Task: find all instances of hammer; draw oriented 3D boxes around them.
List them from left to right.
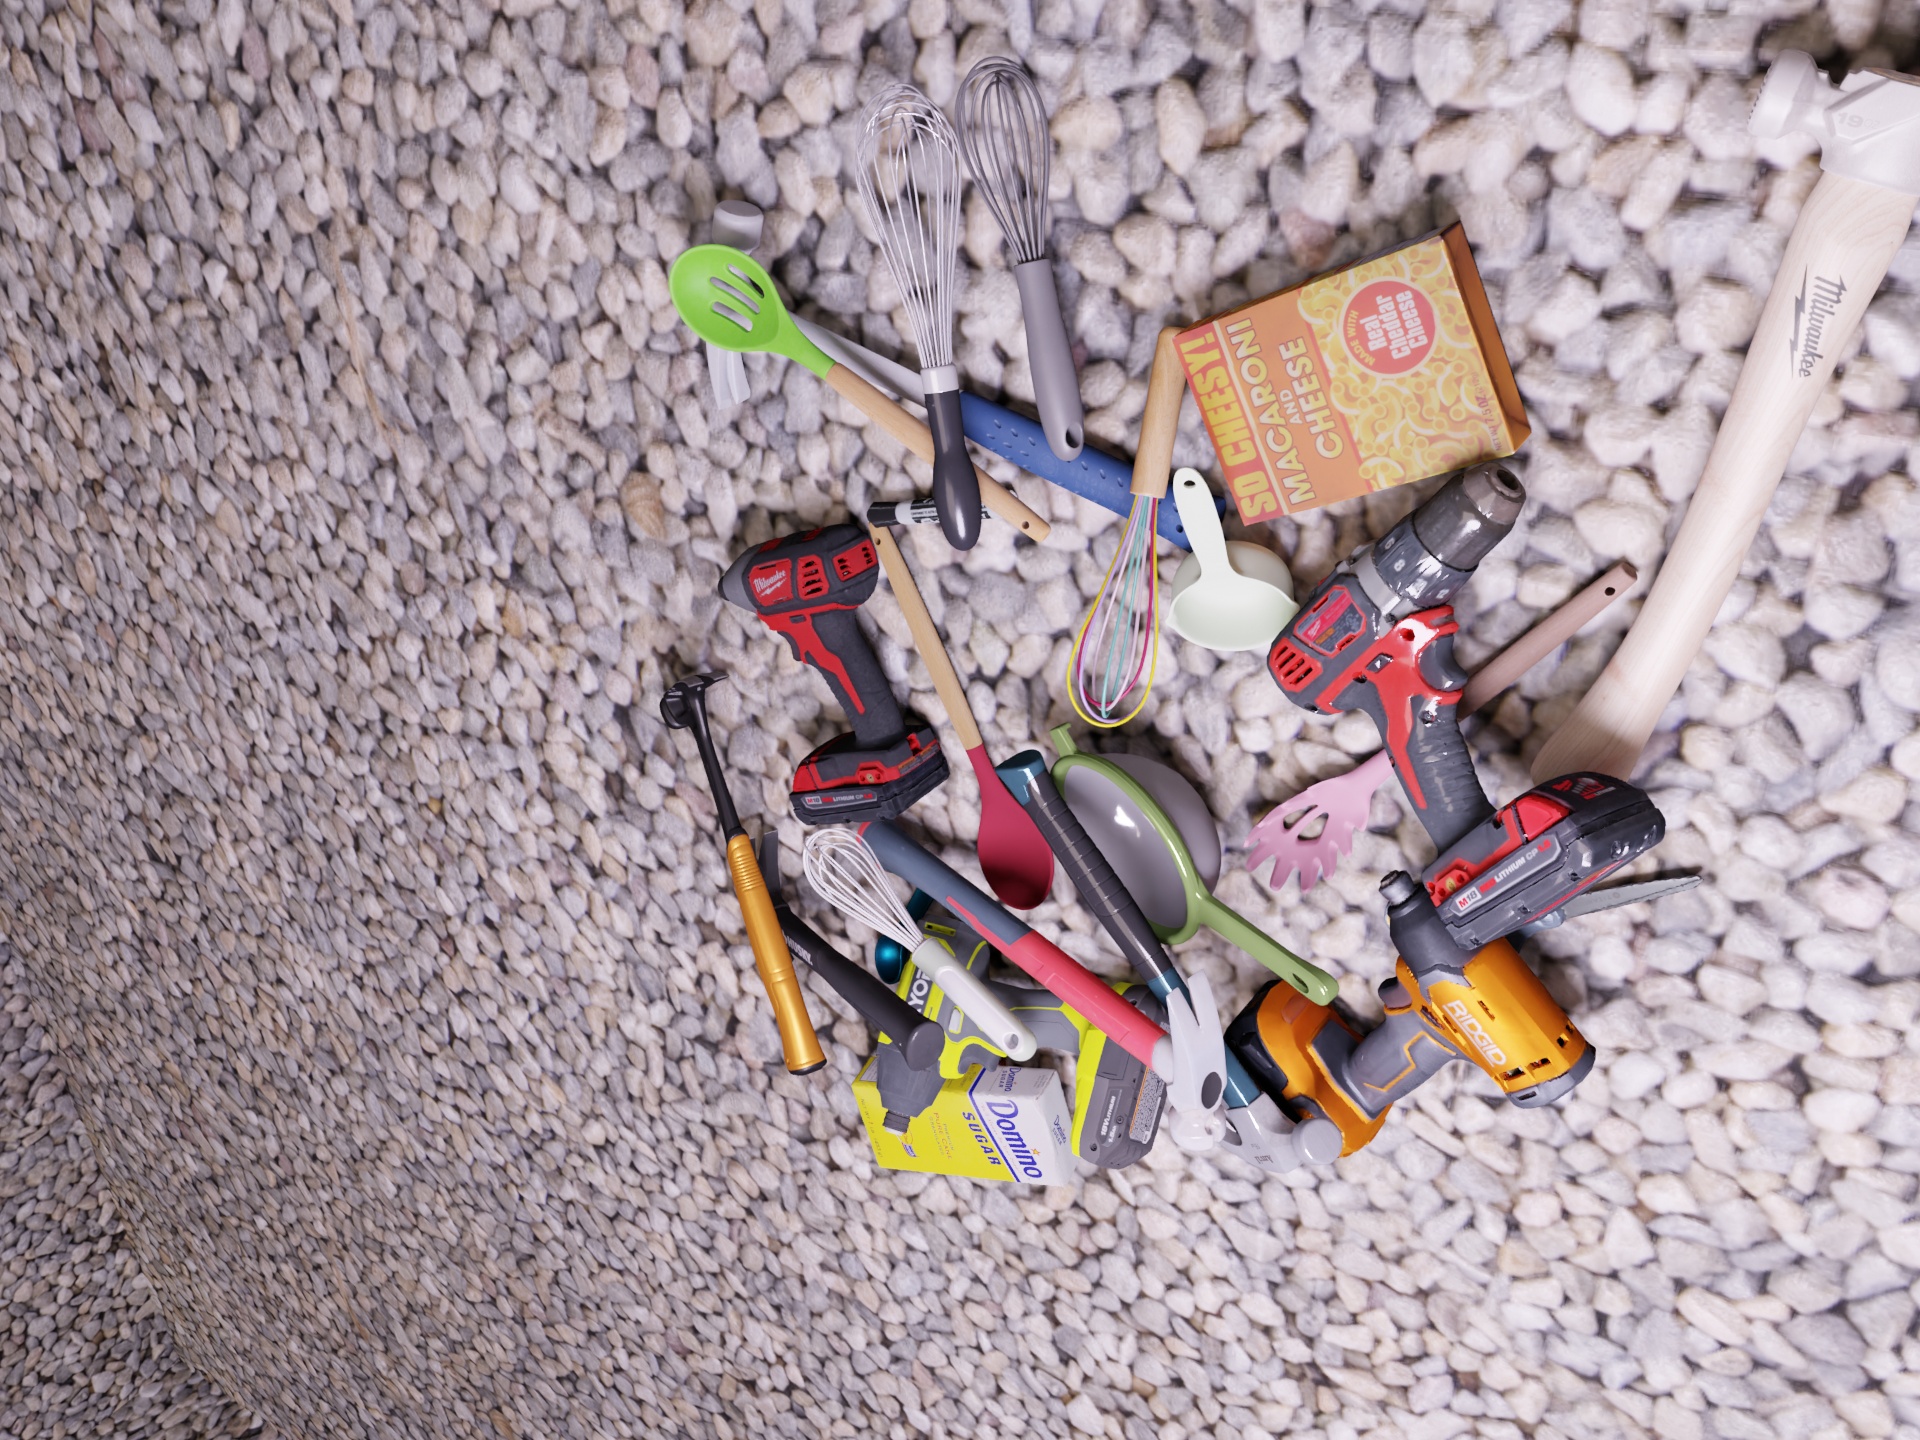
[{"bbox_3d":[-0.171,0.125,1.295,0.127,0.034,0.337,-24,84,66],"label":"hammer"},{"bbox_3d":[-0.100,0.194,1.271,0.335,0.035,0.146,23,125,60],"label":"hammer"},{"bbox_3d":[-0.011,-0.207,1.061,0.406,0.035,0.144,29,130,20],"label":"hammer"},{"bbox_3d":[0.042,0.149,1.140,0.387,0.038,0.143,33,144,45],"label":"hammer"},{"bbox_3d":[0.128,0.159,1.075,0.331,0.033,0.128,56,156,6],"label":"hammer"},{"bbox_3d":[0.396,-0.106,0.801,0.146,0.038,0.410,24,126,19],"label":"hammer"}]

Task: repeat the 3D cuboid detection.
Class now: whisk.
[{"bbox_3d":[-0.034,0.168,1.206,0.246,0.059,0.058,42,103,20],"label":"whisk"},{"bbox_3d":[-0.019,-0.245,0.989,0.070,0.070,0.284,3,110,36],"label":"whisk"},{"bbox_3d":[0.041,-0.274,0.958,0.055,0.055,0.239,-2,108,38],"label":"whisk"},{"bbox_3d":[0.106,-0.116,0.966,0.047,0.051,0.245,13,99,26],"label":"whisk"}]

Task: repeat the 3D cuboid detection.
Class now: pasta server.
[{"bbox_3d":[0.285,0.009,0.968,0.060,0.040,0.316,38,133,-4],"label":"pasta server"}]

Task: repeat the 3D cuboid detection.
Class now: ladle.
[{"bbox_3d":[-0.002,-0.004,1.183,0.069,0.031,0.315,-14,105,37],"label":"ladle"}]

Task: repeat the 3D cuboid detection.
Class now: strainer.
[{"bbox_3d":[0.164,0.098,1.056,0.257,0.069,0.151,36,148,40],"label":"strainer"}]

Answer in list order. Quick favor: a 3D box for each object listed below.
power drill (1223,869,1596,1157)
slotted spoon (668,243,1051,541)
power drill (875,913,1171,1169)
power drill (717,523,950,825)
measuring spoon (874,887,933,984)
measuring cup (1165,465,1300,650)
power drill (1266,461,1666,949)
[{"bbox_3d":[0.276,0.193,1.041,0.164,0.084,0.226,52,140,2],"label":"power drill"},{"bbox_3d":[-0.066,-0.214,1.055,0.314,0.031,0.070,38,124,10],"label":"slotted spoon"},{"bbox_3d":[0.044,0.256,1.221,0.223,0.171,0.080,11,167,29],"label":"power drill"},{"bbox_3d":[-0.103,-0.036,1.209,0.143,0.078,0.219,-7,109,39],"label":"power drill"},{"bbox_3d":[-0.036,0.169,1.322,0.042,0.021,0.128,57,133,37],"label":"measuring spoon"},{"bbox_3d":[0.153,-0.105,0.950,0.083,0.038,0.167,-6,143,20],"label":"measuring cup"},{"bbox_3d":[0.284,-0.010,0.878,0.227,0.080,0.187,61,139,21],"label":"power drill"}]
